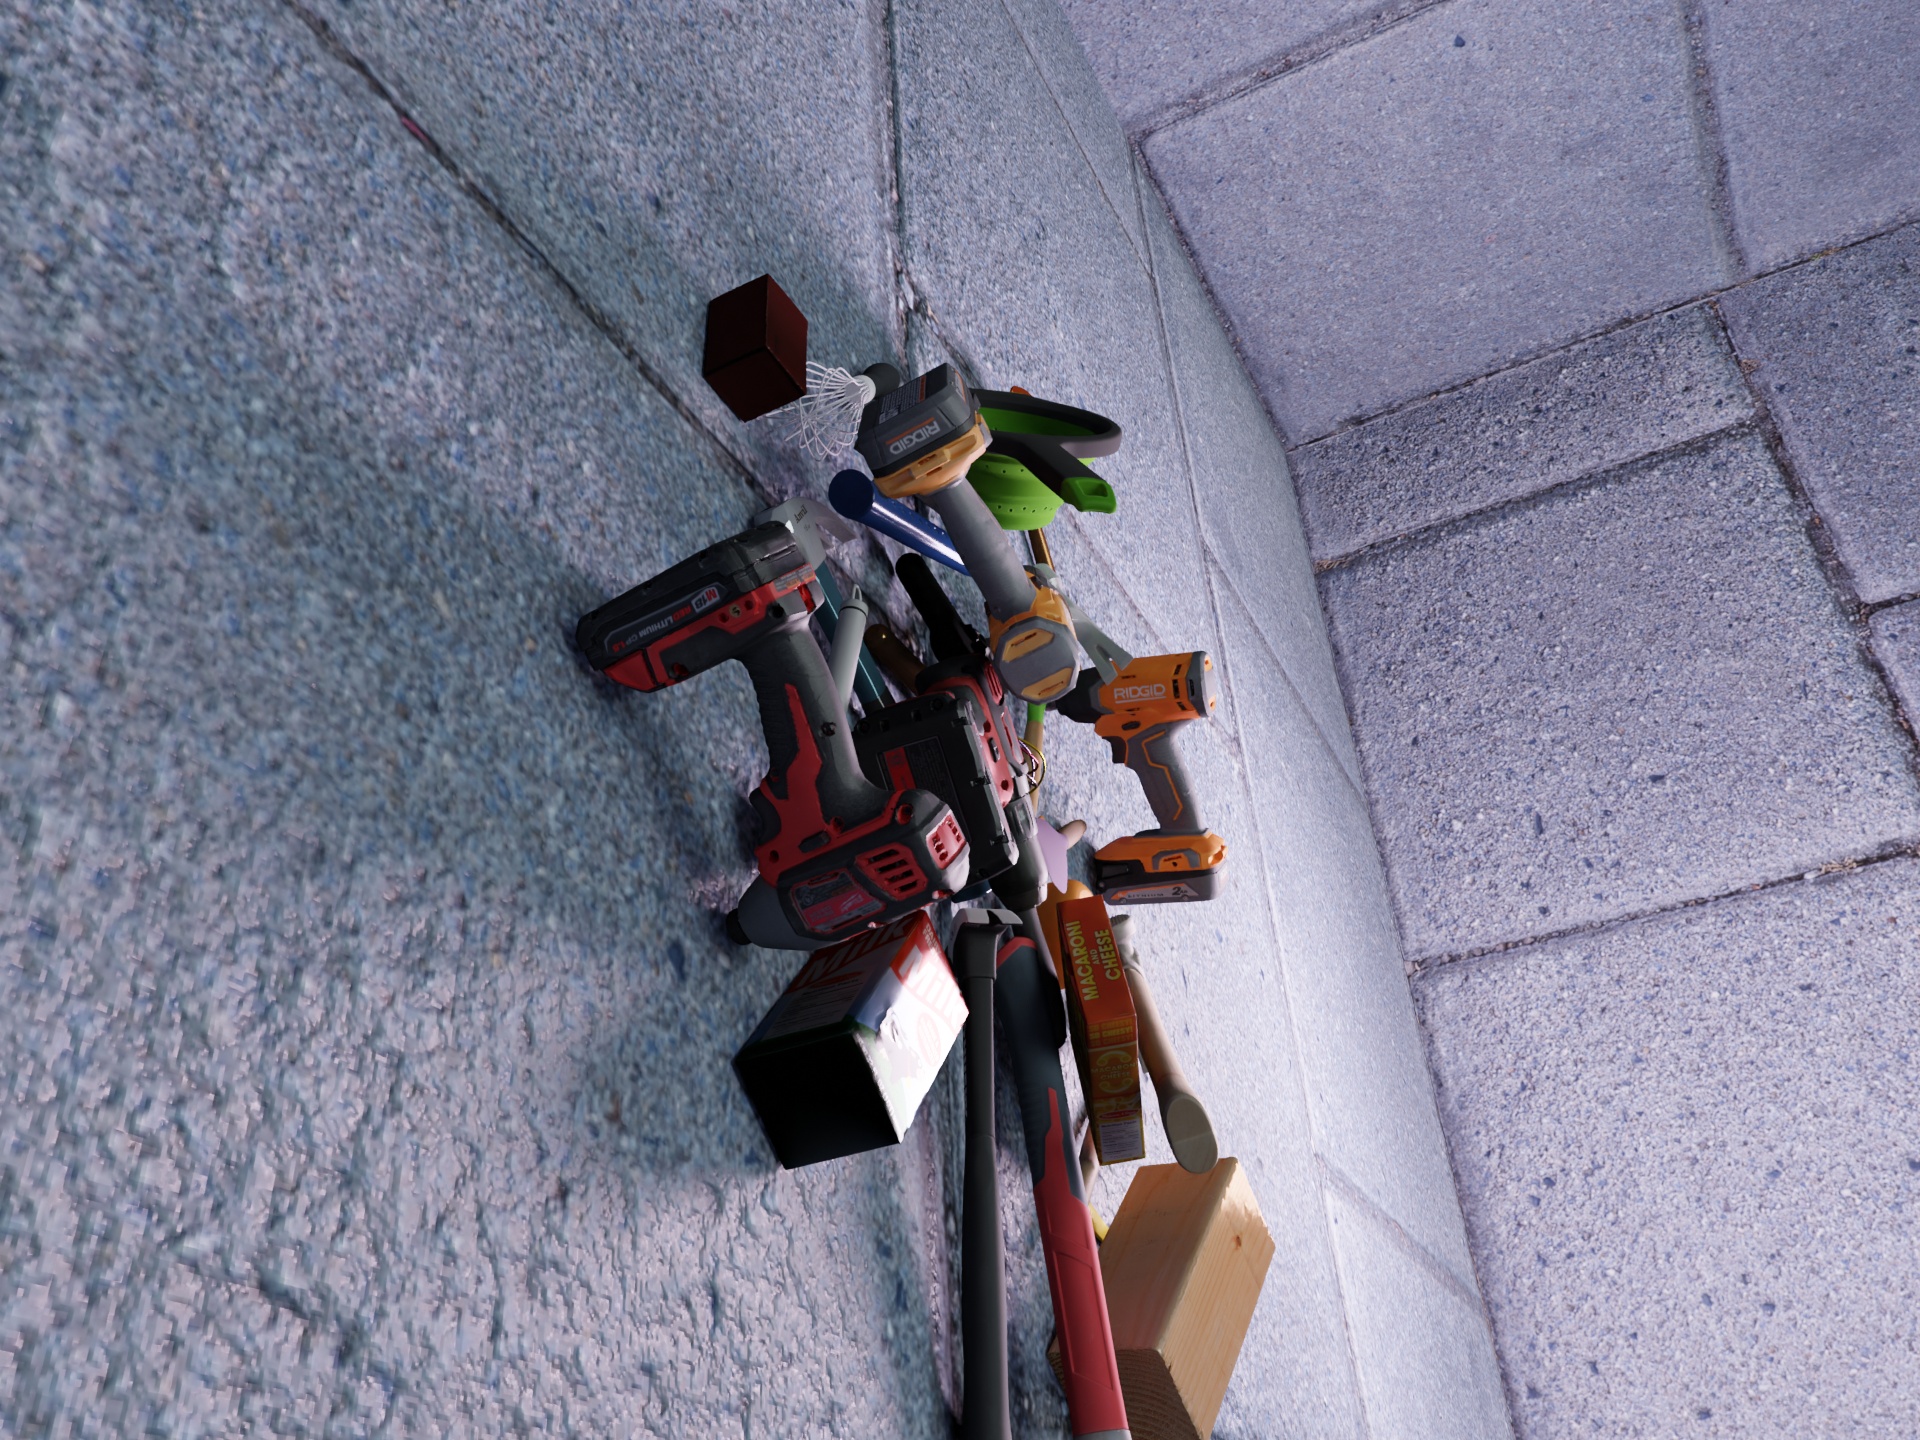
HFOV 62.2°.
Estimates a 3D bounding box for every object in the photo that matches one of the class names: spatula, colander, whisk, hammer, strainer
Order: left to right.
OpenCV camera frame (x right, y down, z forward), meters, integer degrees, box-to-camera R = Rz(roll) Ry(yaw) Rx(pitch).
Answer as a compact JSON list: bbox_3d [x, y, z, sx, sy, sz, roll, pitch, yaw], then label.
[{"bbox_3d":[-0.084,0.010,0.987,0.086,0.050,0.259,59,29,-43],"label":"strainer"},{"bbox_3d":[-0.085,-0.252,1.225,0.285,0.070,0.070,-61,129,-69],"label":"whisk"},{"bbox_3d":[-0.056,-0.006,1.120,0.330,0.033,0.128,64,23,-20],"label":"hammer"},{"bbox_3d":[-0.001,-0.006,1.248,0.244,0.047,0.051,45,34,-44],"label":"whisk"},{"bbox_3d":[0.014,0.277,0.992,0.146,0.035,0.335,107,-16,-63],"label":"hammer"},{"bbox_3d":[0.021,-0.122,1.311,0.144,0.035,0.405,50,14,27],"label":"hammer"},{"bbox_3d":[0.049,-0.191,1.301,0.397,0.204,0.094,-120,-145,-65],"label":"colander"},{"bbox_3d":[0.048,0.141,1.242,0.055,0.055,0.239,-16,92,-69],"label":"whisk"},{"bbox_3d":[0.089,-0.180,1.623,0.081,0.041,0.323,2,72,-69],"label":"spatula"},{"bbox_3d":[0.085,0.100,1.307,0.316,0.018,0.060,-6,75,-81],"label":"spatula"},{"bbox_3d":[0.083,0.323,1.080,0.038,0.143,0.387,92,-9,-55],"label":"hammer"},{"bbox_3d":[0.158,0.269,1.248,0.411,0.038,0.146,-90,161,-83],"label":"hammer"}]

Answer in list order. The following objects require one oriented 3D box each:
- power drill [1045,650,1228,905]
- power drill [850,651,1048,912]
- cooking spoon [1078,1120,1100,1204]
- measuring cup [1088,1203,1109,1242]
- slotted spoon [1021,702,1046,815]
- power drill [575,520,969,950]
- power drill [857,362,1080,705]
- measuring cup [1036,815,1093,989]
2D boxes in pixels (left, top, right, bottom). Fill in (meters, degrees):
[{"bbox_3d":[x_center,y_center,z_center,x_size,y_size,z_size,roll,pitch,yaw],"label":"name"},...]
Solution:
[{"bbox_3d":[0.164,0.054,1.489,0.084,0.164,0.226,-23,107,-69],"label":"power drill"},{"bbox_3d":[0.006,0.055,1.054,0.227,0.080,0.188,-36,108,-78],"label":"power drill"},{"bbox_3d":[0.114,0.320,1.284,0.319,0.017,0.068,-50,119,-70],"label":"cooking spoon"},{"bbox_3d":[0.122,0.394,1.236,0.156,0.029,0.062,55,26,-38],"label":"measuring cup"},{"bbox_3d":[0.061,0.023,1.395,0.070,0.031,0.314,26,43,-17],"label":"slotted spoon"},{"bbox_3d":[-0.103,0.018,0.847,0.219,0.143,0.078,62,23,-7],"label":"power drill"},{"bbox_3d":[0.014,-0.137,1.140,0.226,0.084,0.185,60,10,-20],"label":"power drill"},{"bbox_3d":[0.088,0.142,1.328,0.095,0.052,0.174,53,28,-40],"label":"measuring cup"}]
